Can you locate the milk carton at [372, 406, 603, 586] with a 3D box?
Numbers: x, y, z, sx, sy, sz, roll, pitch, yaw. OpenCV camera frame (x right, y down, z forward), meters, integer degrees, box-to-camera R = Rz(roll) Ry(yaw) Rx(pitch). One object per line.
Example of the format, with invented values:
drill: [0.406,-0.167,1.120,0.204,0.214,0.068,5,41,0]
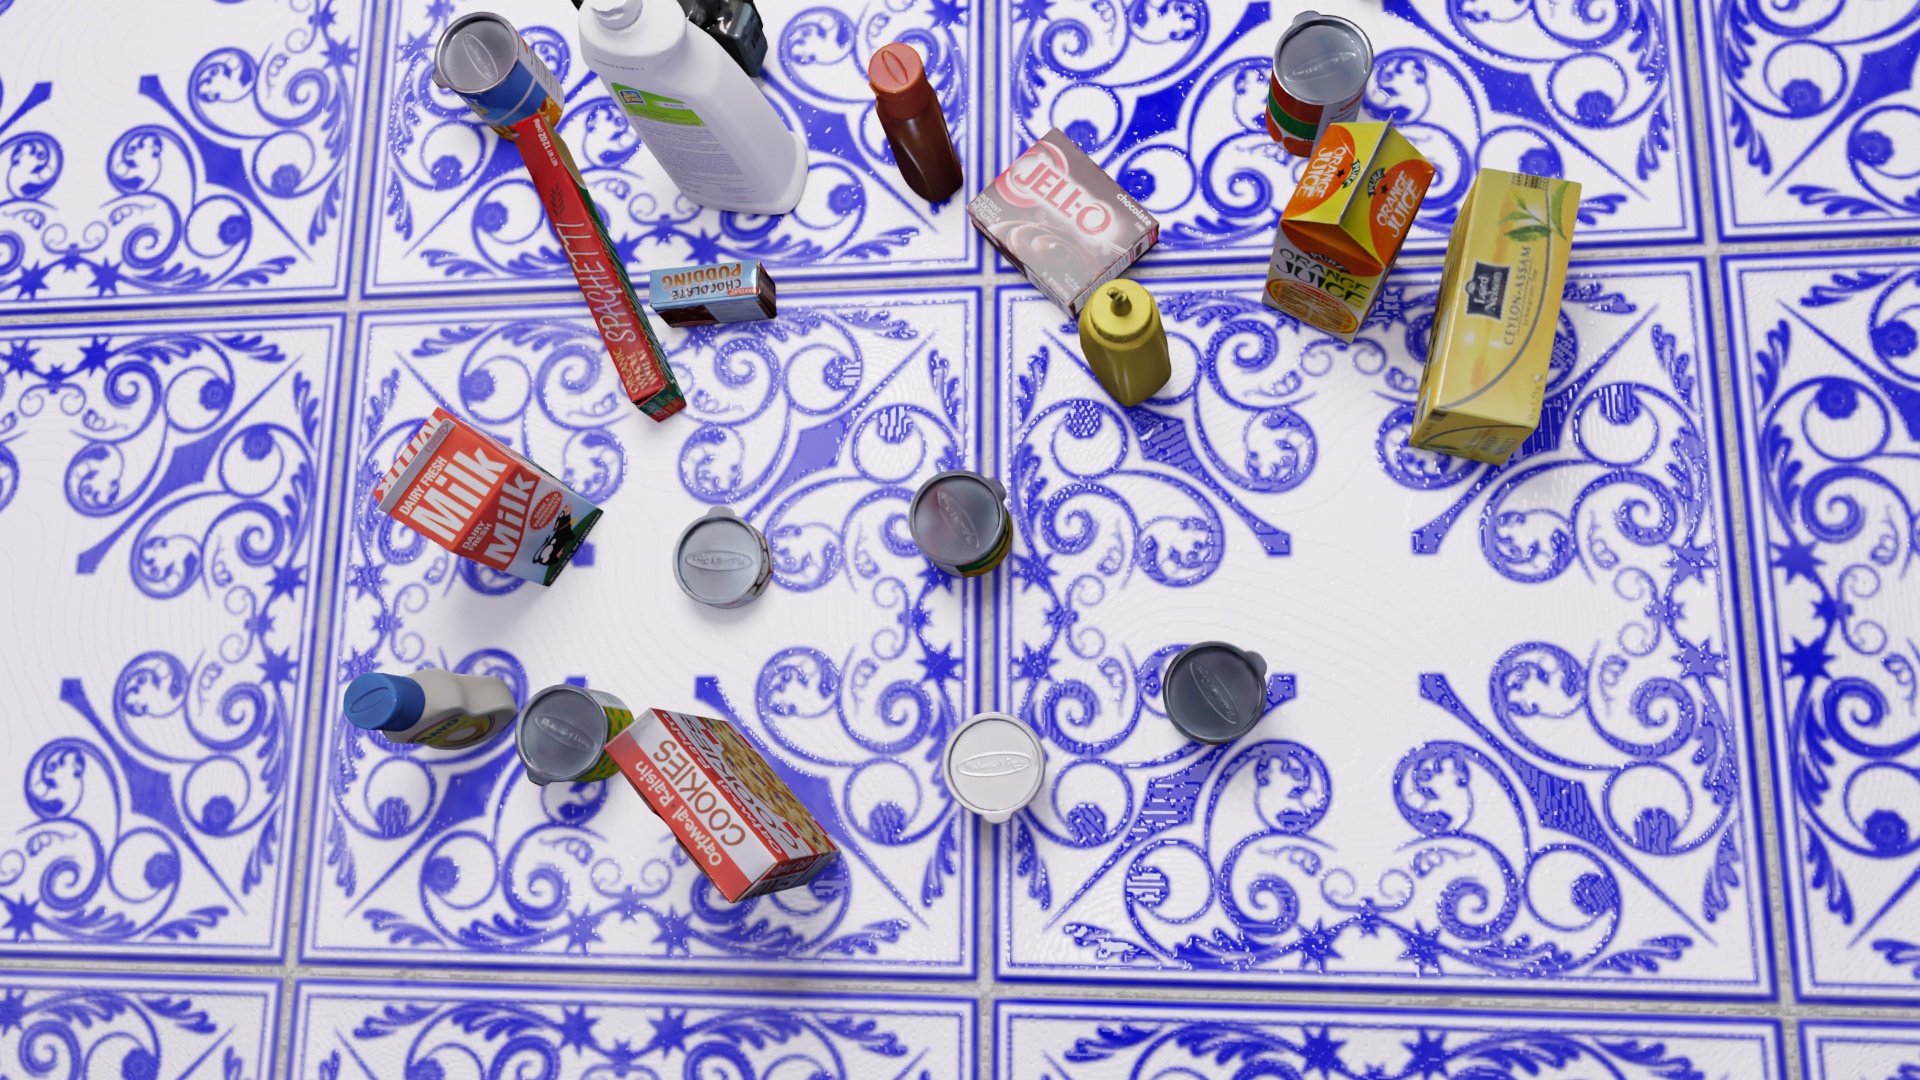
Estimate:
milk carton: [-0.323,-0.030,0.939,0.073,0.190,0.072,34,86,12]

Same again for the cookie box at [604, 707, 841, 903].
cookie box: [-0.148,0.169,0.889,0.040,0.167,0.123,-43,77,-1]

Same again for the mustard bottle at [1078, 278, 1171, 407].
mustard bottle: [0.108,-0.136,0.916,0.049,0.160,0.065,-36,77,0]

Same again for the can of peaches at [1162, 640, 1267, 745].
can of peaches: [0.168,0.100,0.915,0.071,0.058,0.071,-1,79,8]

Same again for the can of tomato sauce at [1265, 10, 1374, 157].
can of tomato sauce: [0.248,-0.317,0.972,0.071,0.083,0.071,-1,79,8]

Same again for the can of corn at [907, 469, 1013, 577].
can of corn: [0.003,-0.012,0.959,0.071,0.058,0.071,-1,79,8]

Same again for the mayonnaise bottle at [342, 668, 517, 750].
mayonnaise bottle: [-0.360,0.113,0.938,0.065,0.148,0.041,-30,77,2]

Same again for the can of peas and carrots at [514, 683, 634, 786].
can of peas and carrots: [-0.267,0.137,0.967,0.071,0.058,0.071,-1,79,8]

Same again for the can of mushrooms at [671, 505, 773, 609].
can of mushrooms: [-0.168,0.013,0.990,0.071,0.033,0.071,-1,79,8]

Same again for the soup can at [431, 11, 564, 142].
soup can: [-0.352,-0.350,1.060,0.071,0.083,0.071,-1,79,8]

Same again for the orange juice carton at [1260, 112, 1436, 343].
orange juice carton: [0.247,-0.200,0.893,0.073,0.192,0.072,28,85,12]

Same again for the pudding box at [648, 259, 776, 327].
pudding box: [-0.182,-0.181,1.021,0.084,0.049,0.030,-4,79,7]

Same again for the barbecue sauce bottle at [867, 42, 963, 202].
barbecue sauce bottle: [-0.033,-0.294,0.972,0.043,0.148,0.065,-32,77,1]

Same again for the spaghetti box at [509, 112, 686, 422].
spaghetti box: [-0.271,-0.204,1.038,0.029,0.050,0.250,-27,77,2]

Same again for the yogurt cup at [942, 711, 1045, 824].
yogurt cup: [0.025,0.150,0.927,0.072,0.054,0.072,-1,79,8]
